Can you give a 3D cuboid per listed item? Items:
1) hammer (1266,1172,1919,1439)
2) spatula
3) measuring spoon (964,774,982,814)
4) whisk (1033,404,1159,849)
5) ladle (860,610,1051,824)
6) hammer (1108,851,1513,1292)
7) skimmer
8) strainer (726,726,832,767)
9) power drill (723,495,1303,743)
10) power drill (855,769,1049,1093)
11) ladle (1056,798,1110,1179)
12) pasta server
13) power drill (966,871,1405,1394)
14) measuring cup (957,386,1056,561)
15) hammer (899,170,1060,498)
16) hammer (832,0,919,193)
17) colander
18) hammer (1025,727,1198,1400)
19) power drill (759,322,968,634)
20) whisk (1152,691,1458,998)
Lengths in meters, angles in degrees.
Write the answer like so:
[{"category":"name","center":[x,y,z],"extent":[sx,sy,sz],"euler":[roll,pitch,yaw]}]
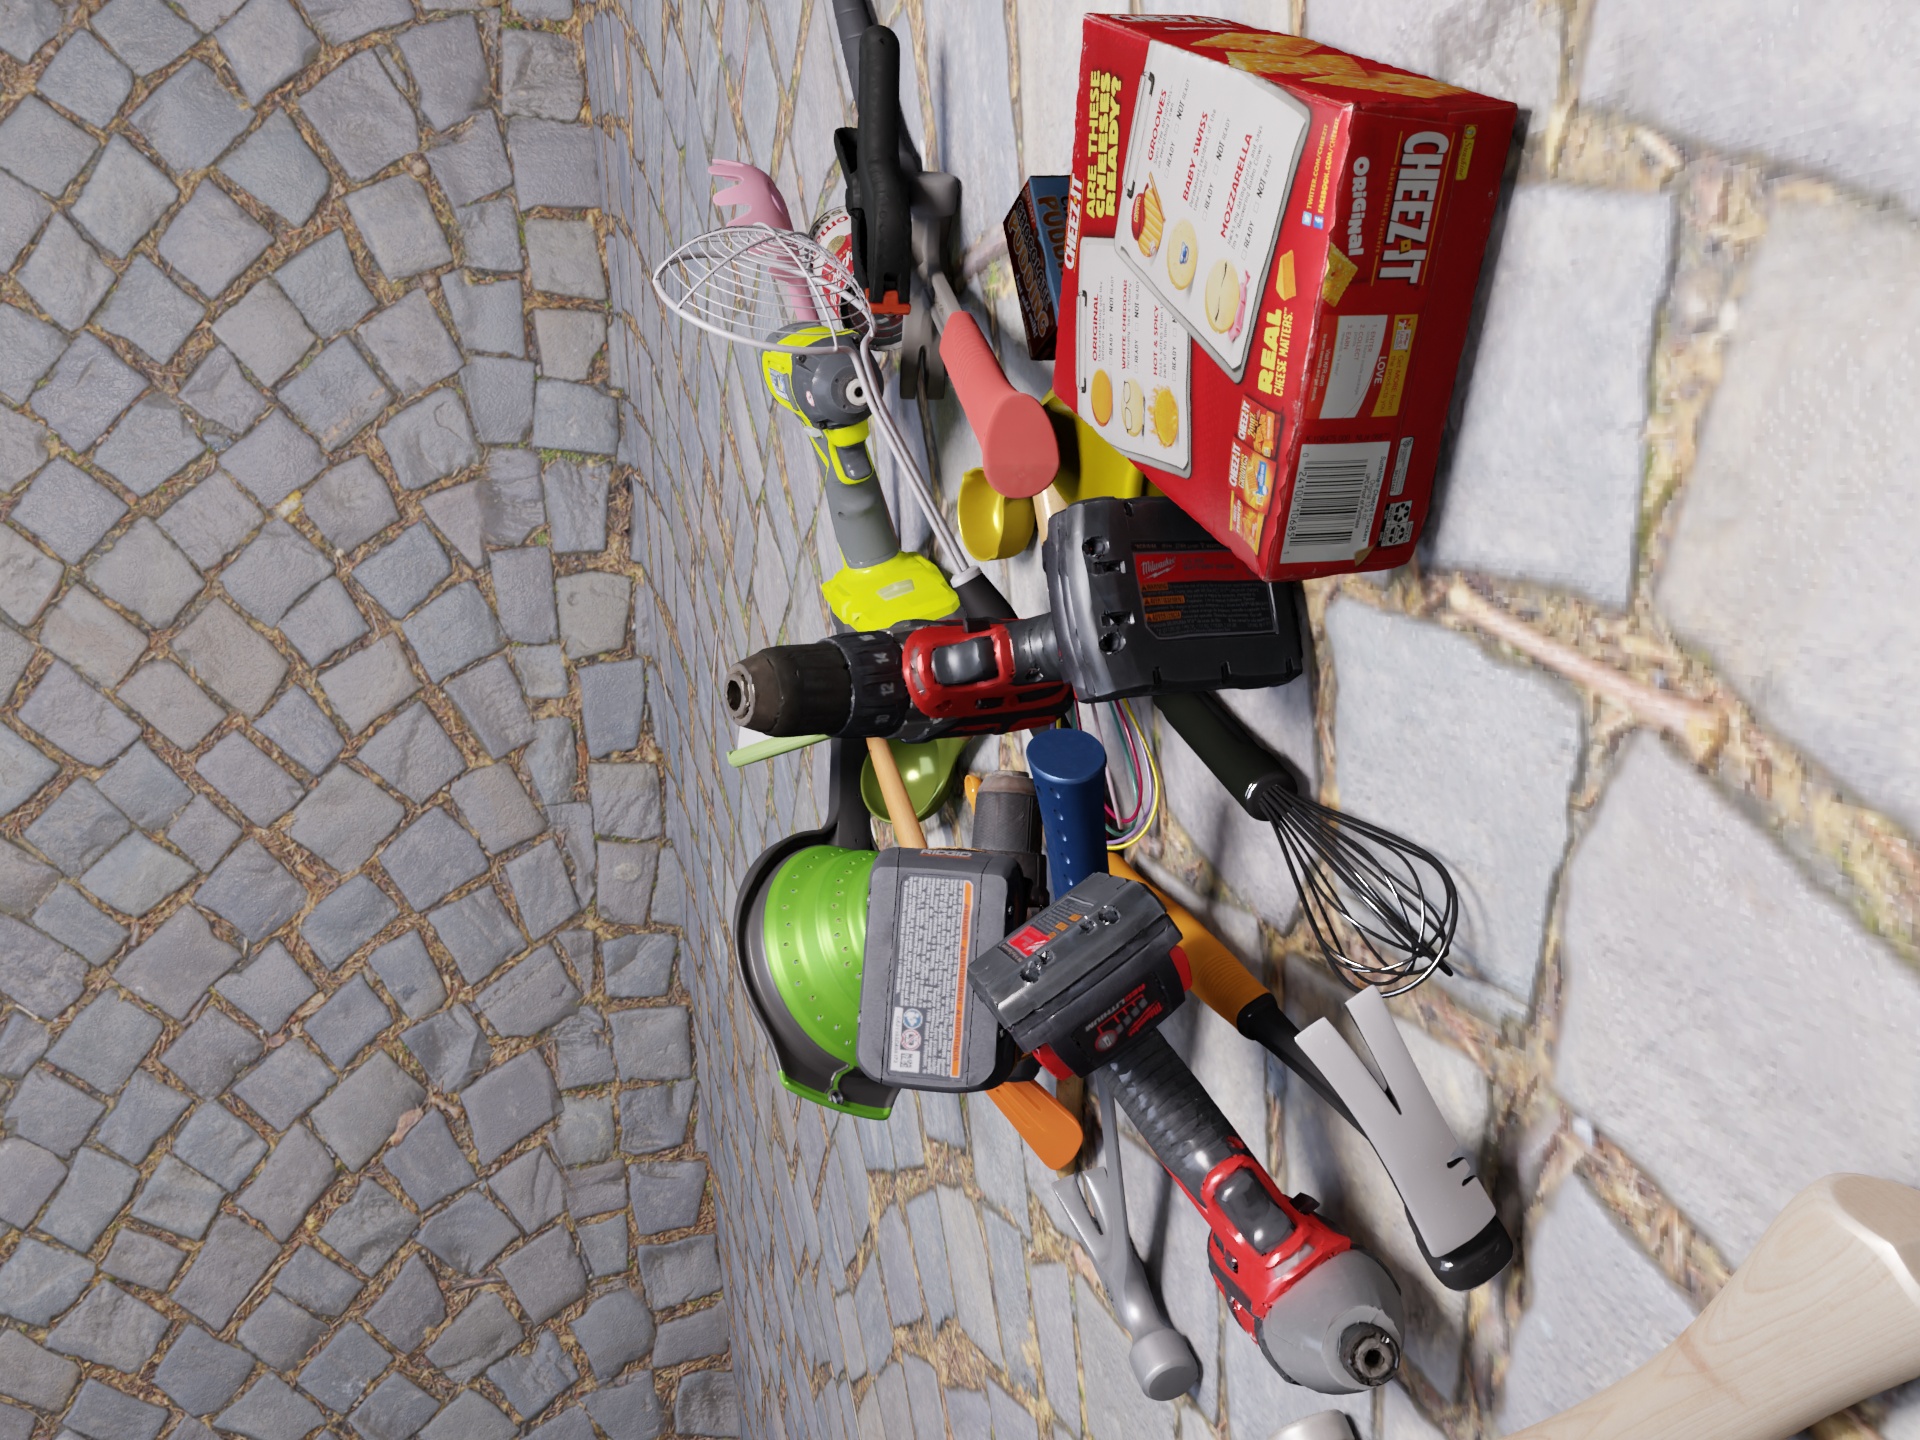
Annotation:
[{"category":"hammer","center":[0.210,0.265,0.540],"extent":[0.410,0.038,0.146],"euler":[106,149,-51]},{"category":"spatula","center":[-0.001,0.142,1.053],"extent":[0.081,0.041,0.323],"euler":[109,145,-55]},{"category":"measuring spoon","center":[0.025,0.091,1.095],"extent":[0.021,0.011,0.117],"euler":[120,135,-62]},{"category":"whisk","center":[0.066,-0.052,0.851],"extent":[0.047,0.051,0.245],"euler":[-21,75,49]},{"category":"ladle","center":[-0.002,-0.003,1.061],"extent":[0.320,0.062,0.078],"euler":[129,143,-63]},{"category":"hammer","center":[0.119,0.118,0.713],"extent":[0.127,0.034,0.337],"euler":[59,173,-19]},{"category":"skimmer","center":[-0.047,-0.127,0.922],"extent":[0.090,0.127,0.363],"euler":[-23,100,37]},{"category":"strainer","center":[-0.101,-0.021,1.133],"extent":[0.256,0.151,0.069],"euler":[155,98,-81]},{"category":"power drill","center":[0.017,-0.032,0.714],"extent":[0.227,0.187,0.080],"euler":[-17,81,54]},{"category":"power drill","center":[0.010,0.112,0.881],"extent":[0.226,0.084,0.185],"euler":[34,-121,-76]},{"category":"ladle","center":[0.068,0.159,0.955],"extent":[0.069,0.031,0.315],"euler":[-100,9,-60]},{"category":"pasta server","center":[-0.104,-0.253,1.147],"extent":[0.060,0.040,0.316],"euler":[-90,-16,-54]},{"category":"power drill","center":[0.099,0.174,0.652],"extent":[0.219,0.078,0.143],"euler":[55,174,-1]},{"category":"measuring cup","center":[0.043,-0.149,0.925],"extent":[0.156,0.029,0.062],"euler":[-51,52,51]},{"category":"hammer","center":[0.002,-0.198,0.899],"extent":[0.359,0.036,0.149],"euler":[-106,17,-59]},{"category":"hammer","center":[-0.089,-0.537,1.144],"extent":[0.149,0.036,0.409],"euler":[120,139,-64]},{"category":"colander","center":[-0.063,0.098,1.226],"extent":[0.094,0.204,0.398],"euler":[-30,46,35]},{"category":"hammer","center":[0.071,0.176,0.825],"extent":[0.144,0.035,0.405],"euler":[-121,18,-54]},{"category":"power drill","center":[-0.066,-0.151,1.068],"extent":[0.171,0.080,0.223],"euler":[-135,26,-64]},{"category":"whisk","center":[0.136,0.035,0.674],"extent":[0.059,0.057,0.247],"euler":[-55,29,13]}]
